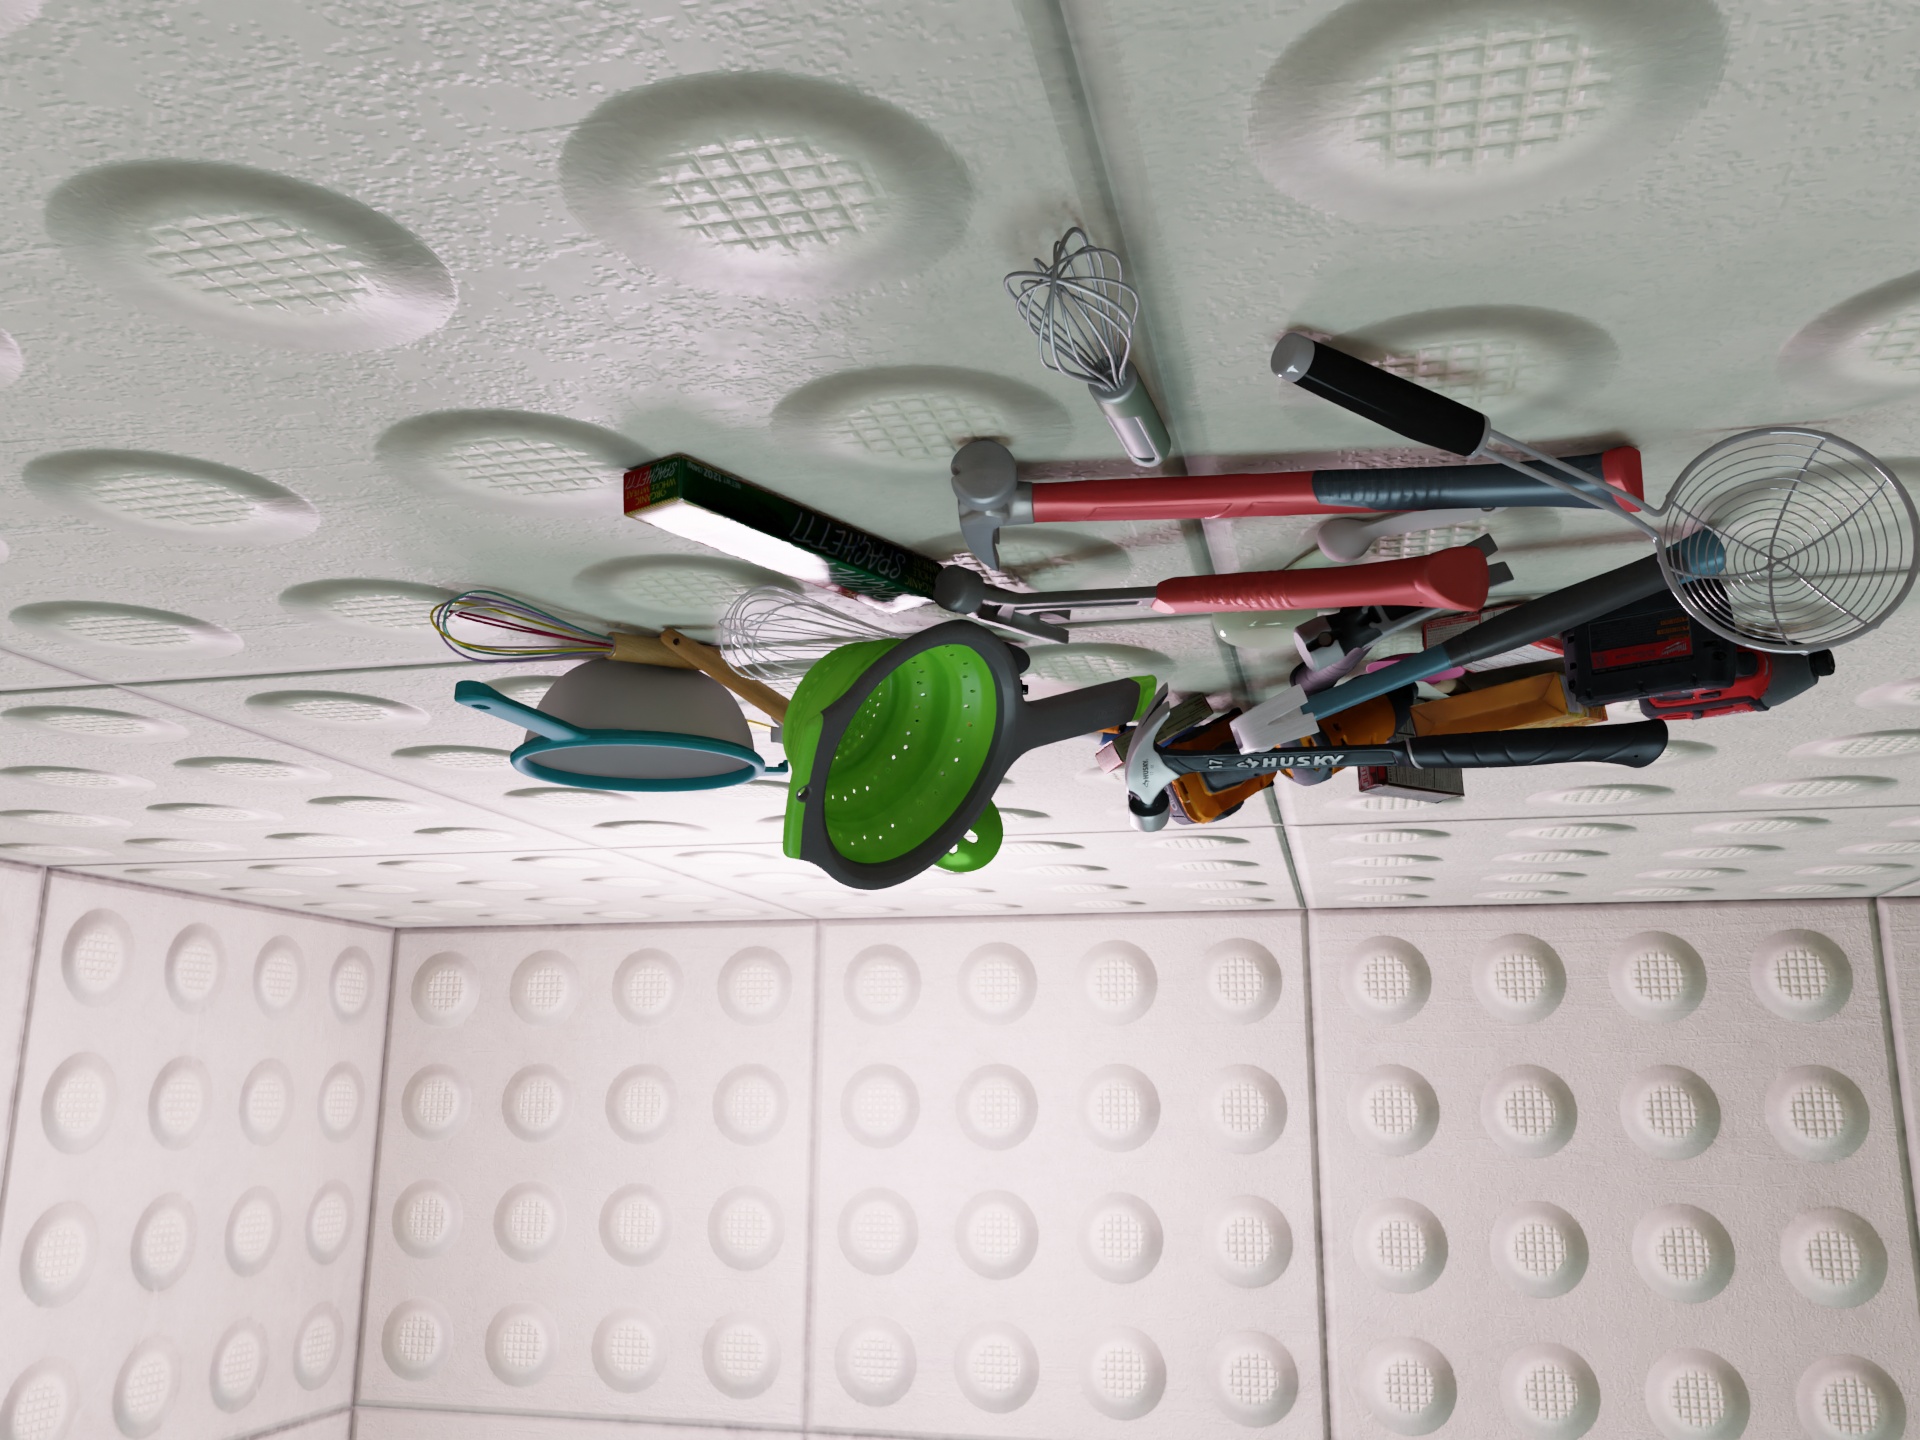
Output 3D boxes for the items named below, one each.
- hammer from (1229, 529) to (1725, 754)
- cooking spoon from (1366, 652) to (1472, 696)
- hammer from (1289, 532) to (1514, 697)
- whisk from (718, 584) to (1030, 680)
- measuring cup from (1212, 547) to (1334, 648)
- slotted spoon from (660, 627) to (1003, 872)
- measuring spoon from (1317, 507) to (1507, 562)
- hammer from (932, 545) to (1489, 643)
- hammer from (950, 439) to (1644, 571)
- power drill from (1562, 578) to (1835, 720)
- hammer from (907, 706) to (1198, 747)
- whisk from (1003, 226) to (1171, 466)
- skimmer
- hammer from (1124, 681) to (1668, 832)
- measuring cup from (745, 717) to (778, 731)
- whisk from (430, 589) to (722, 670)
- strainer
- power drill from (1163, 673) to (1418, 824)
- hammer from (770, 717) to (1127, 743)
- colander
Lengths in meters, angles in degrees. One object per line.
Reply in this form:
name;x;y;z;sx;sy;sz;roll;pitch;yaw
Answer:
hammer;0.337;-0.049;1.060;0.331;0.033;0.128;-23;174;14
cooking spoon;0.381;-0.034;1.270;0.069;0.017;0.318;-2;175;25
hammer;0.292;-0.058;1.161;0.146;0.035;0.334;-26;172;0
whisk;-0.057;-0.058;1.211;0.284;0.070;0.070;4;167;-38
measuring cup;0.231;-0.085;1.104;0.083;0.038;0.167;4;168;-15
slotted spoon;-0.103;0.017;1.234;0.314;0.070;0.031;33;177;6
measuring spoon;0.281;-0.119;0.990;0.124;0.018;0.034;-11;142;34
hammer;0.162;-0.079;1.019;0.359;0.037;0.149;0;173;40
hammer;0.193;-0.128;0.930;0.386;0.038;0.143;-1;168;6
power drill;0.558;-0.044;1.200;0.143;0.078;0.219;-10;166;42
hammer;0.122;0.014;1.539;0.405;0.035;0.144;2;166;-9
whisk;0.071;-0.165;0.759;0.058;0.059;0.246;9;174;17
skimmer;0.327;-0.131;0.804;0.363;0.127;0.090;17;169;-23
hammer;0.332;0.022;1.229;0.409;0.036;0.149;-3;139;5
measuring cup;-0.171;-0.003;1.519;0.156;0.029;0.062;13;166;-1
whisk;-0.290;-0.064;1.226;0.244;0.051;0.047;7;-170;-42
strainer;-0.293;-0.017;1.290;0.211;0.095;0.340;-5;165;20
power drill;0.291;0.018;1.408;0.164;0.084;0.226;-25;180;-34
hammer;0.002;0.002;1.387;0.336;0.034;0.127;-2;-174;-32
colander;-0.002;-0.004;1.184;0.095;0.204;0.397;30;-151;36
